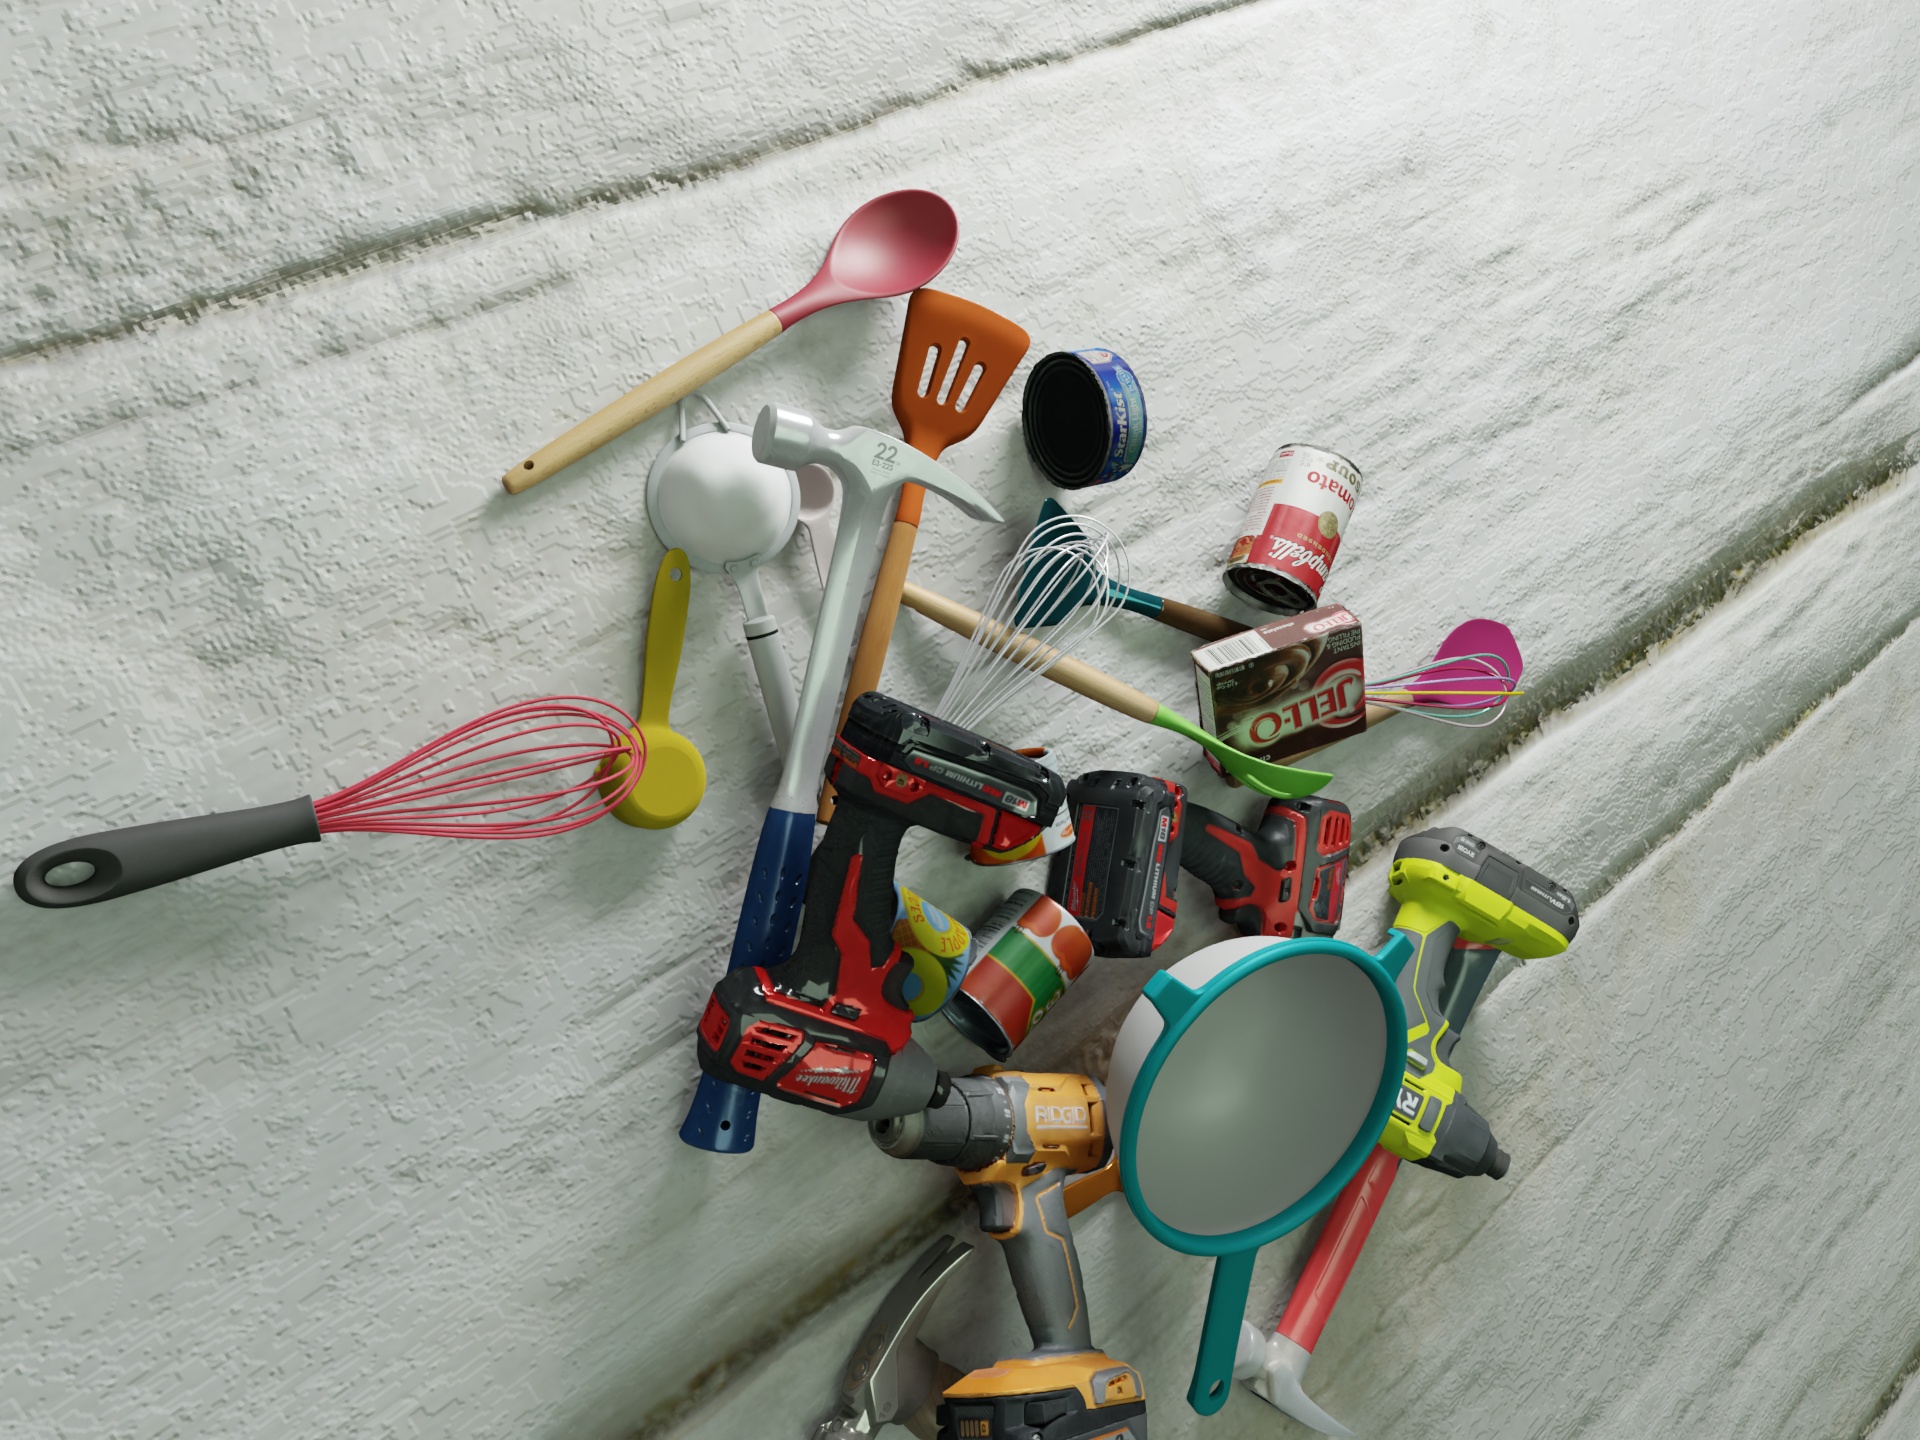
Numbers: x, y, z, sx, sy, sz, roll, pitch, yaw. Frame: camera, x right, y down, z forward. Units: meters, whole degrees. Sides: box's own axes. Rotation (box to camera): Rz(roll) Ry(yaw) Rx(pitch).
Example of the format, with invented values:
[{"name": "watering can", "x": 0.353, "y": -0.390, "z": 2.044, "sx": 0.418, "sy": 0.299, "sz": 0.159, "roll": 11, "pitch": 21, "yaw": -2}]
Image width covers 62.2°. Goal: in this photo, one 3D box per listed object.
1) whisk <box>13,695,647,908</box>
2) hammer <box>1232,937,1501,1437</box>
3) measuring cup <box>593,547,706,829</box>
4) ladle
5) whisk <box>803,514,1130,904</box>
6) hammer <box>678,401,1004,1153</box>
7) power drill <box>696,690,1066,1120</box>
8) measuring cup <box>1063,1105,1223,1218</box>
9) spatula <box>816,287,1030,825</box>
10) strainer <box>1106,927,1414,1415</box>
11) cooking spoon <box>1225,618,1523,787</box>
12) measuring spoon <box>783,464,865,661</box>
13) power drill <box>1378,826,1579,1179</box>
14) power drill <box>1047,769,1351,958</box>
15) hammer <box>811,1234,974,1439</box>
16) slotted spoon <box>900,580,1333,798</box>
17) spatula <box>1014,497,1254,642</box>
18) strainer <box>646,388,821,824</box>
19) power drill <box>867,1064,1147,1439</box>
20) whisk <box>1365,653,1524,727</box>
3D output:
[{"name": "whisk", "x": -0.295, "y": 0.044, "z": 0.777, "sx": 0.295, "sy": 0.073, "sz": 0.073, "roll": -13, "pitch": 98, "yaw": -26}, {"name": "hammer", "x": 0.321, "y": 0.331, "z": 1.182, "sx": 0.143, "sy": 0.038, "sz": 0.386, "roll": 42, "pitch": 69, "yaw": -27}, {"name": "measuring cup", "x": -0.160, "y": -0.017, "z": 0.869, "sx": 0.062, "sy": 0.029, "sz": 0.156, "roll": 6, "pitch": 93, "yaw": -32}, {"name": "ladle", "x": -0.124, "y": -0.212, "z": 0.896, "sx": 0.315, "sy": 0.031, "sz": 0.069, "roll": -38, "pitch": 70, "yaw": -23}, {"name": "whisk", "x": -0.001, "y": -0.002, "z": 0.934, "sx": 0.070, "sy": 0.070, "sz": 0.284, "roll": 40, "pitch": 88, "yaw": -26}, {"name": "hammer", "x": -0.085, "y": 0.040, "z": 0.882, "sx": 0.144, "sy": 0.035, "sz": 0.405, "roll": 12, "pitch": 93, "yaw": -24}, {"name": "power drill", "x": -0.037, "y": 0.108, "z": 0.853, "sx": 0.143, "sy": 0.079, "sz": 0.219, "roll": 23, "pitch": 92, "yaw": -22}, {"name": "measuring cup", "x": 0.121, "y": 0.303, "z": 1.044, "sx": 0.173, "sy": 0.052, "sz": 0.095, "roll": -17, "pitch": 99, "yaw": -33}, {"name": "spatula", "x": -0.036, "y": -0.094, "z": 0.939, "sx": 0.081, "sy": 0.041, "sz": 0.323, "roll": 18, "pitch": 78, "yaw": -20}, {"name": "strainer", "x": 0.159, "y": 0.273, "z": 0.999, "sx": 0.211, "sy": 0.095, "sz": 0.340, "roll": -5, "pitch": 112, "yaw": -28}, {"name": "cooking spoon", "x": 0.315, "y": -0.009, "z": 1.186, "sx": 0.319, "sy": 0.017, "sz": 0.069, "roll": -21, "pitch": 90, "yaw": -31}, {"name": "measuring spoon", "x": -0.080, "y": -0.092, "z": 0.939, "sx": 0.034, "sy": 0.018, "sz": 0.124, "roll": -26, "pitch": 111, "yaw": -26}, {"name": "power drill", "x": 0.350, "y": 0.206, "z": 1.149, "sx": 0.171, "sy": 0.080, "sz": 0.223, "roll": 30, "pitch": 72, "yaw": -1}, {"name": "power drill", "x": 0.168, "y": 0.131, "z": 1.063, "sx": 0.226, "sy": 0.080, "sz": 0.188, "roll": 13, "pitch": 84, "yaw": -35}, {"name": "hammer", "x": 0.085, "y": 0.494, "z": 1.035, "sx": 0.410, "sy": 0.038, "sz": 0.146, "roll": 44, "pitch": 67, "yaw": -26}, {"name": "slotted spoon", "x": 0.098, "y": -0.015, "z": 1.004, "sx": 0.313, "sy": 0.070, "sz": 0.031, "roll": 25, "pitch": 87, "yaw": -15}, {"name": "spatula", "x": 0.157, "y": -0.067, "z": 1.070, "sx": 0.317, "sy": 0.044, "sz": 0.082, "roll": 15, "pitch": 89, "yaw": -33}, {"name": "strainer", "x": -0.114, "y": -0.061, "z": 0.901, "sx": 0.087, "sy": 0.050, "sz": 0.258, "roll": -18, "pitch": 104, "yaw": -15}, {"name": "power drill", "x": 0.025, "y": 0.315, "z": 0.926, "sx": 0.185, "sy": 0.084, "sz": 0.226, "roll": 16, "pitch": 62, "yaw": -45}, {"name": "whisk", "x": 0.301, "y": -0.021, "z": 1.142, "sx": 0.245, "sy": 0.047, "sz": 0.051, "roll": -1, "pitch": 120, "yaw": -20}]
